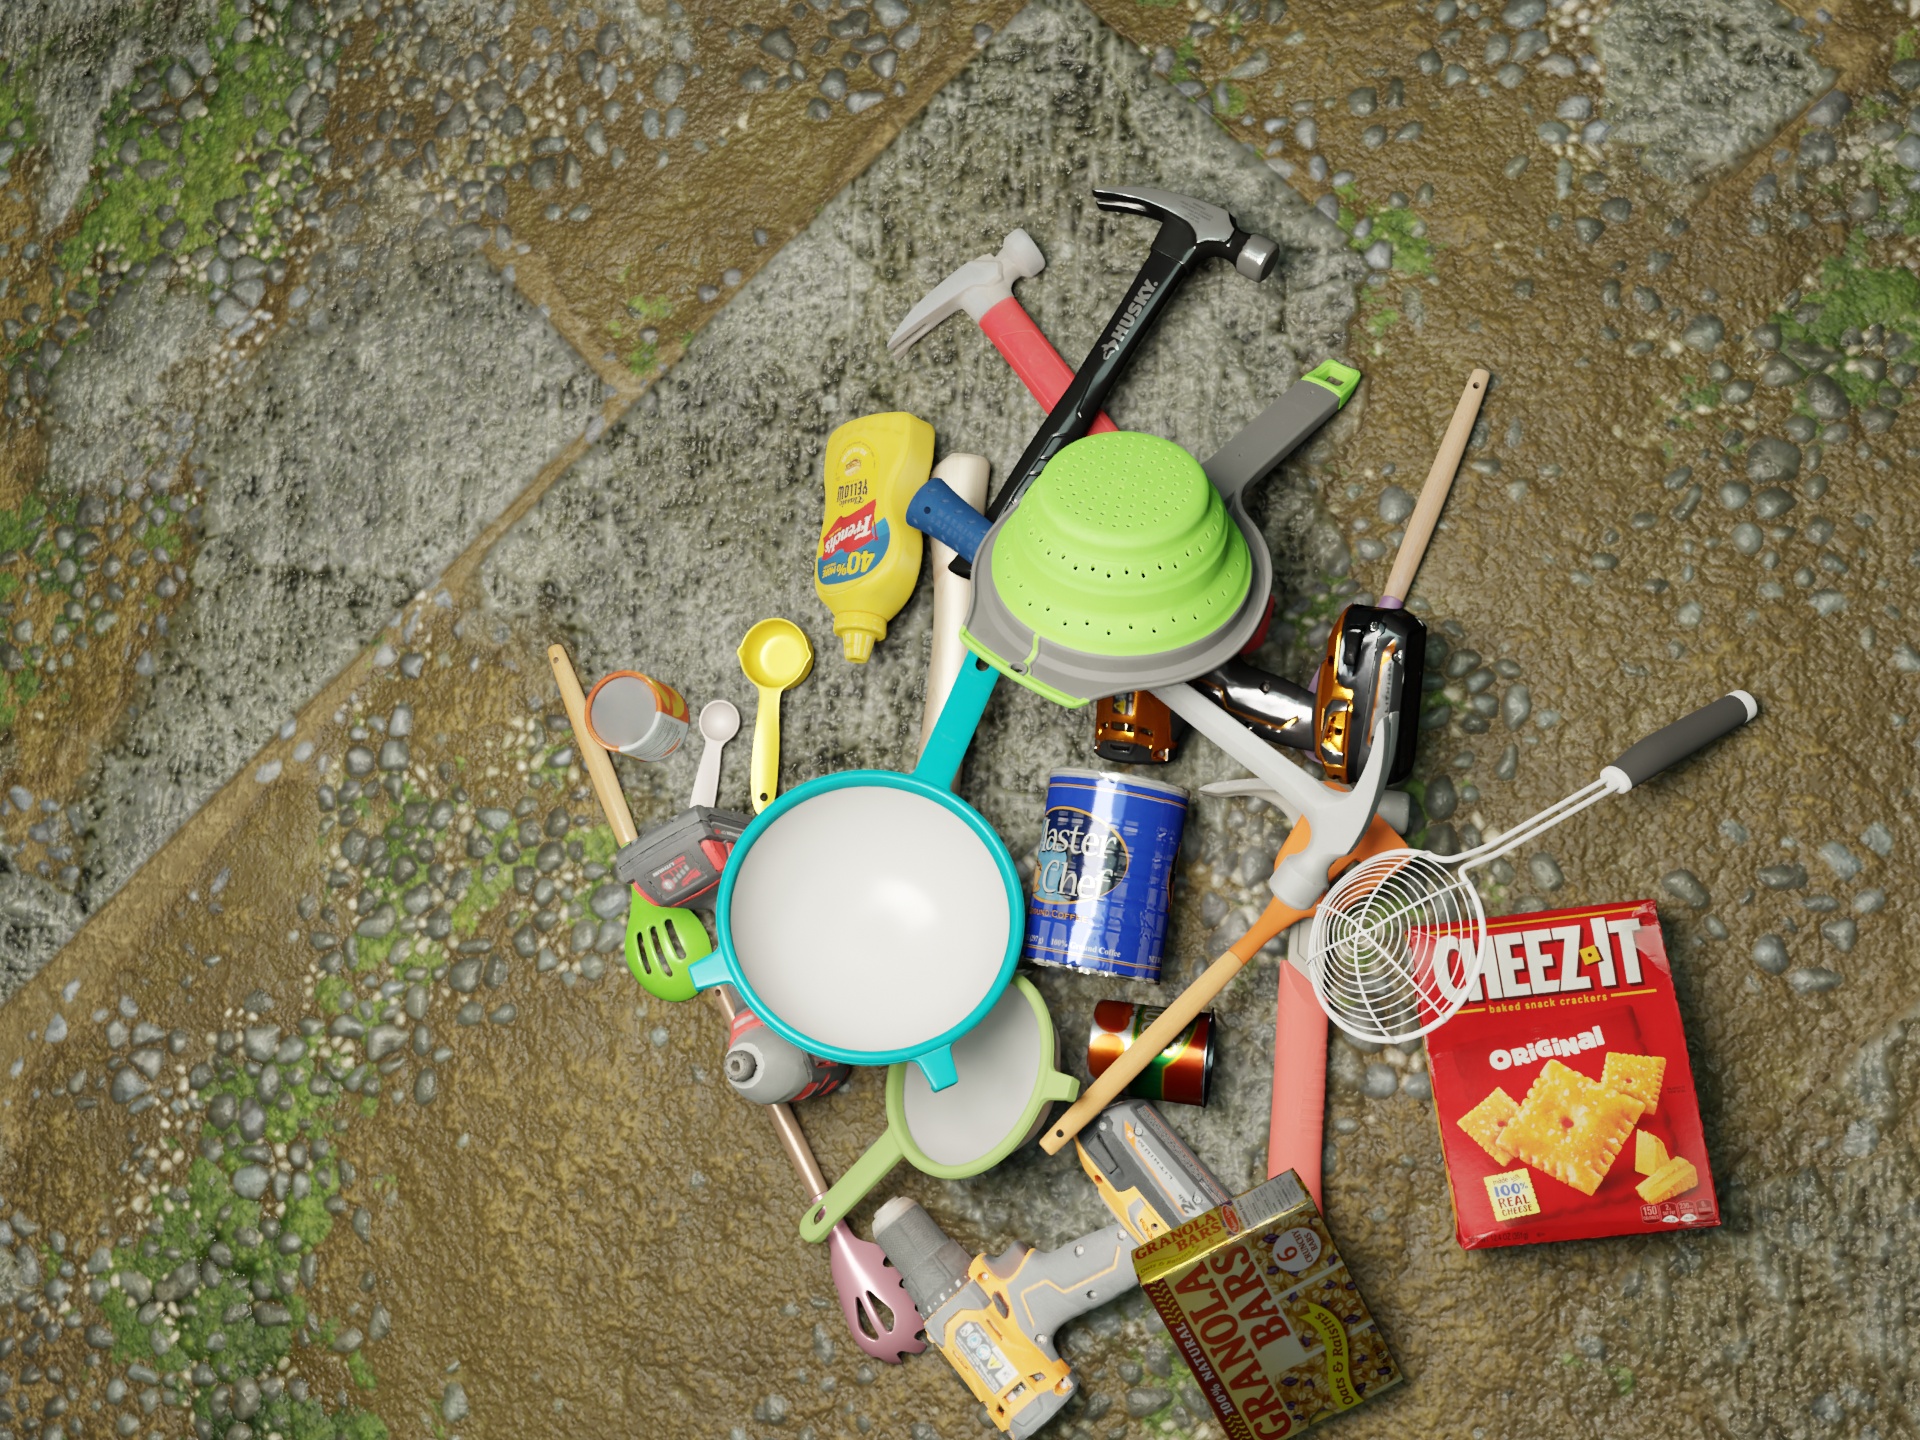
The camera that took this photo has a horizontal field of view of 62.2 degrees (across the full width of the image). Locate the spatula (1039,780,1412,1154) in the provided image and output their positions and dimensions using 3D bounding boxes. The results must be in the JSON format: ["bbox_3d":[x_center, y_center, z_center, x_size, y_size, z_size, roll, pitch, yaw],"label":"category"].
[{"bbox_3d":[0.172,0.178,1.090,0.322,0.041,0.081,-43,73,-11],"label":"spatula"}]

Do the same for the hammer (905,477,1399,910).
[{"bbox_3d":[0.120,-0.049,1.109,0.406,0.035,0.144,40,115,22],"label":"hammer"}]

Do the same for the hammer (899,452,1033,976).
[{"bbox_3d":[-0.002,-0.004,1.220,0.146,0.038,0.411,3,81,12],"label":"hammer"}]

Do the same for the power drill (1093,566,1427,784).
[{"bbox_3d":[0.205,-0.042,1.123,0.226,0.084,0.164,7,100,27],"label":"power drill"}]

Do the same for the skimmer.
[{"bbox_3d":[0.392,0.088,1.067,0.363,0.090,0.127,-26,37,-16],"label":"skimmer"}]

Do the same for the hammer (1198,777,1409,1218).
[{"bbox_3d":[0.232,0.220,1.125,0.149,0.036,0.359,3,81,14],"label":"hammer"}]

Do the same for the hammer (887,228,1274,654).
[{"bbox_3d":[0.100,-0.199,1.229,0.143,0.038,0.386,-37,74,6],"label":"hammer"}]

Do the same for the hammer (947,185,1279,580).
[{"bbox_3d":[0.090,-0.249,1.202,0.146,0.035,0.335,33,91,16],"label":"hammer"}]

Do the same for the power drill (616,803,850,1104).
[{"bbox_3d":[-0.164,0.178,1.173,0.078,0.143,0.220,-30,73,13],"label":"power drill"}]

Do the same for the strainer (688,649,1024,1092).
[{"bbox_3d":[-0.042,0.096,1.153,0.211,0.095,0.340,22,62,4],"label":"strainer"}]

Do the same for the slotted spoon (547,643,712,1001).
[{"bbox_3d":[-0.276,0.077,1.277,0.070,0.031,0.314,-27,74,9],"label":"slotted spoon"}]

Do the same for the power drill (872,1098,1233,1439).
[{"bbox_3d":[0.060,0.364,1.122,0.226,0.084,0.185,-45,72,7],"label":"power drill"}]

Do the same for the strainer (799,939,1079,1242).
[{"bbox_3d":[-0.012,0.292,1.137,0.256,0.069,0.152,-47,40,14],"label":"strainer"}]

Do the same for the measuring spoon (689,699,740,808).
[{"bbox_3d":[-0.199,0.045,1.272,0.034,0.018,0.124,12,90,16],"label":"measuring spoon"}]

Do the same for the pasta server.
[{"bbox_3d":[-0.115,0.332,1.195,0.060,0.040,0.316,-32,71,6],"label":"pasta server"}]

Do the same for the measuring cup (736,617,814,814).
[{"bbox_3d":[-0.148,-0.002,1.262,0.062,0.029,0.156,3,87,14],"label":"measuring cup"}]

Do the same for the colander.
[{"bbox_3d":[0.161,-0.172,1.093,0.205,0.094,0.397,32,59,27],"label":"colander"}]

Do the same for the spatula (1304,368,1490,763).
[{"bbox_3d":[0.325,-0.114,1.171,0.060,0.018,0.316,22,87,17],"label":"spatula"}]
